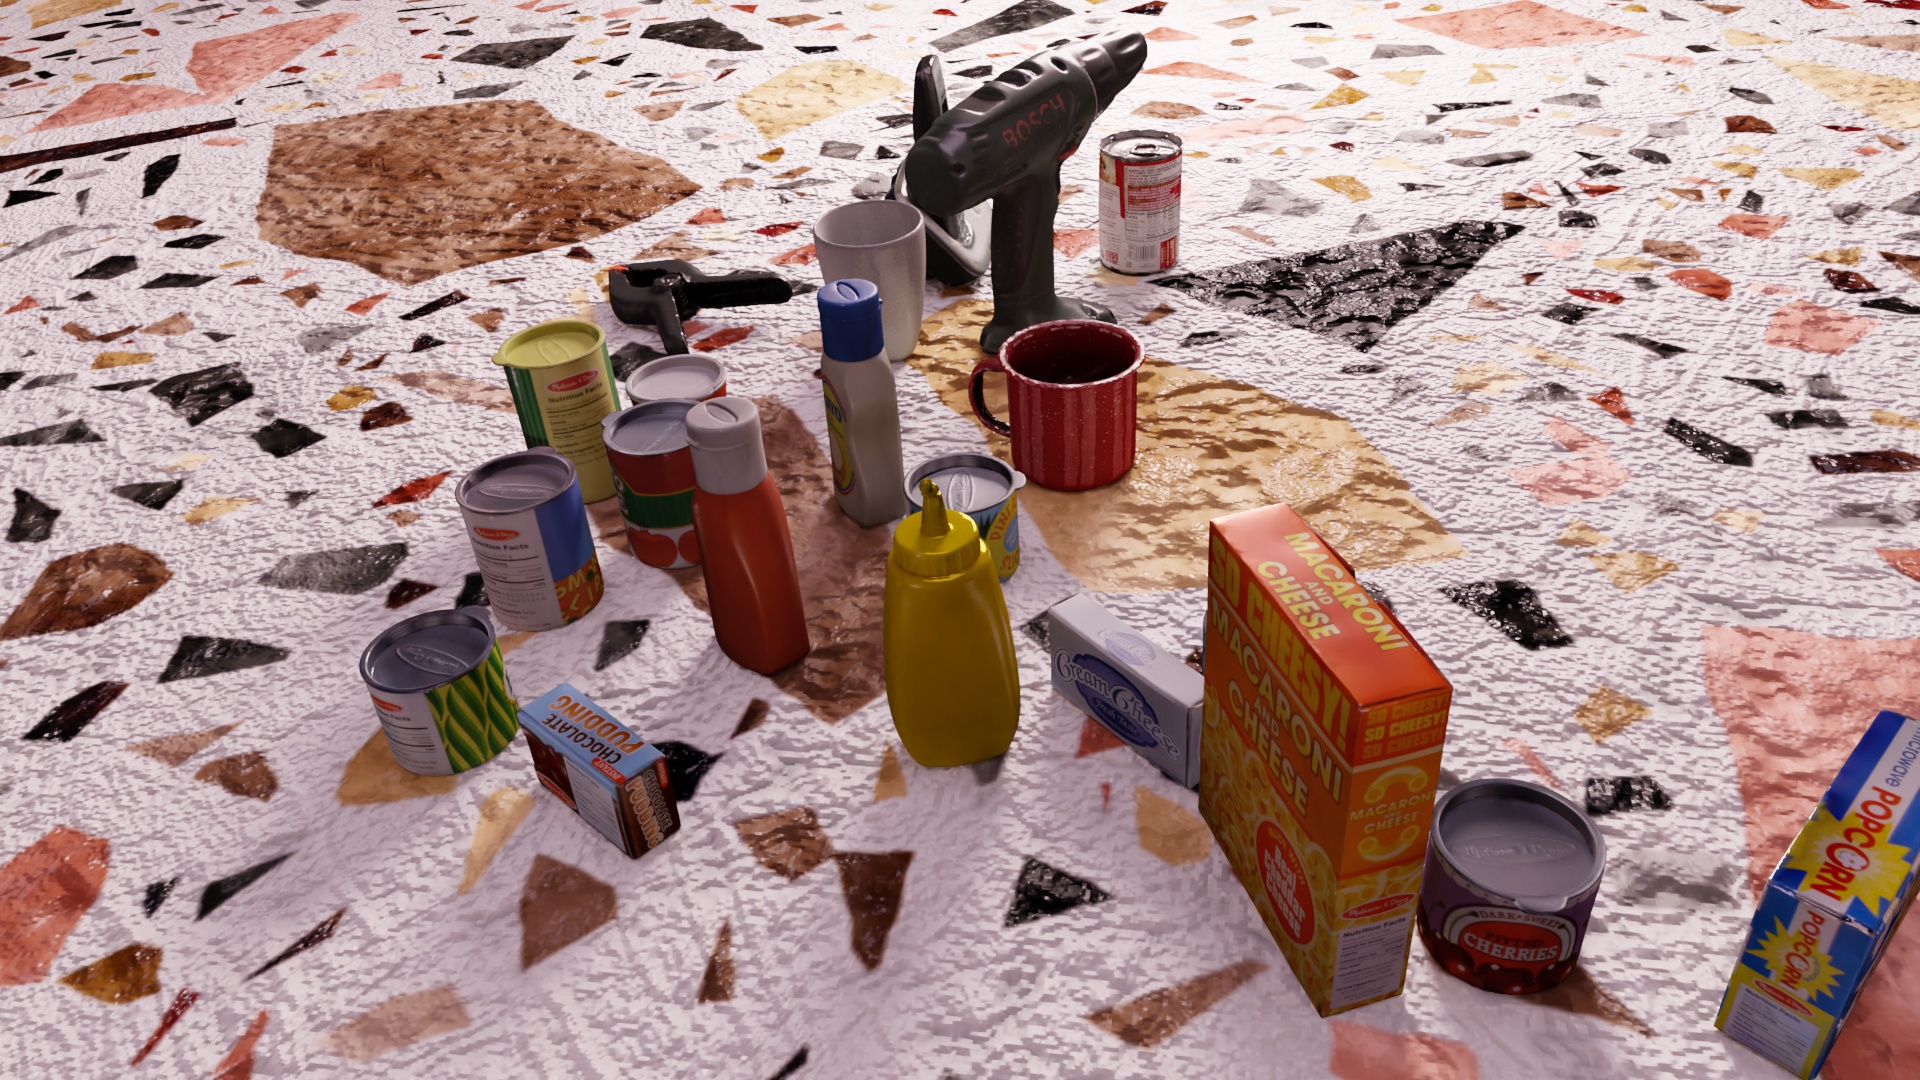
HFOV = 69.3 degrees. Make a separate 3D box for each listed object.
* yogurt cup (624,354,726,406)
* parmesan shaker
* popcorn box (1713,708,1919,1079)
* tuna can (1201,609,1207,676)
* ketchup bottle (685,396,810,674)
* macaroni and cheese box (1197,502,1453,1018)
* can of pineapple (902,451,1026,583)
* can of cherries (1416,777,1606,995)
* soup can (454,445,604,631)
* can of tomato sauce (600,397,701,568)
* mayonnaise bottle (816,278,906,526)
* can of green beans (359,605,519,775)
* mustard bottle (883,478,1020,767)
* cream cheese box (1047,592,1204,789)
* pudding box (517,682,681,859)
[{"bbox_3d":[-0.190,-0.089,0.946,0.072,0.053,0.073,-3,35,2],"label":"yogurt cup"},{"bbox_3d":[-0.256,-0.082,0.901,0.071,0.102,0.072,-3,35,2],"label":"parmesan shaker"},{"bbox_3d":[0.345,0.135,0.540,0.127,0.084,0.038,-32,43,-34],"label":"popcorn box"},{"bbox_3d":[0.156,0.057,0.717,0.071,0.032,0.071,-3,35,2],"label":"tuna can"},{"bbox_3d":[-0.115,-0.003,0.731,0.044,0.148,0.065,-28,41,-30],"label":"ketchup bottle"},{"bbox_3d":[0.140,0.087,0.560,0.040,0.165,0.124,-12,35,-11],"label":"macaroni and cheese box"},{"bbox_3d":[0.003,-0.010,0.809,0.071,0.057,0.071,-3,35,2],"label":"can of pineapple"},{"bbox_3d":[0.222,0.142,0.565,0.071,0.058,0.072,-3,35,2],"label":"can of cherries"},{"bbox_3d":[-0.245,-0.001,0.800,0.071,0.083,0.072,-3,35,2],"label":"soup can"},{"bbox_3d":[-0.177,-0.034,0.841,0.071,0.082,0.071,-3,35,2],"label":"can of tomato sauce"},{"bbox_3d":[-0.061,-0.084,0.844,0.041,0.147,0.065,-17,37,-18],"label":"mayonnaise bottle"},{"bbox_3d":[-0.265,0.078,0.711,0.071,0.057,0.071,-3,35,2],"label":"can of green beans"},{"bbox_3d":[-0.006,0.035,0.655,0.065,0.159,0.049,-8,35,-5],"label":"mustard bottle"},{"bbox_3d":[0.084,0.073,0.685,0.024,0.053,0.104,-26,40,-28],"label":"cream cheese box"},{"bbox_3d":[-0.173,0.109,0.664,0.084,0.049,0.030,26,44,36],"label":"pudding box"}]
